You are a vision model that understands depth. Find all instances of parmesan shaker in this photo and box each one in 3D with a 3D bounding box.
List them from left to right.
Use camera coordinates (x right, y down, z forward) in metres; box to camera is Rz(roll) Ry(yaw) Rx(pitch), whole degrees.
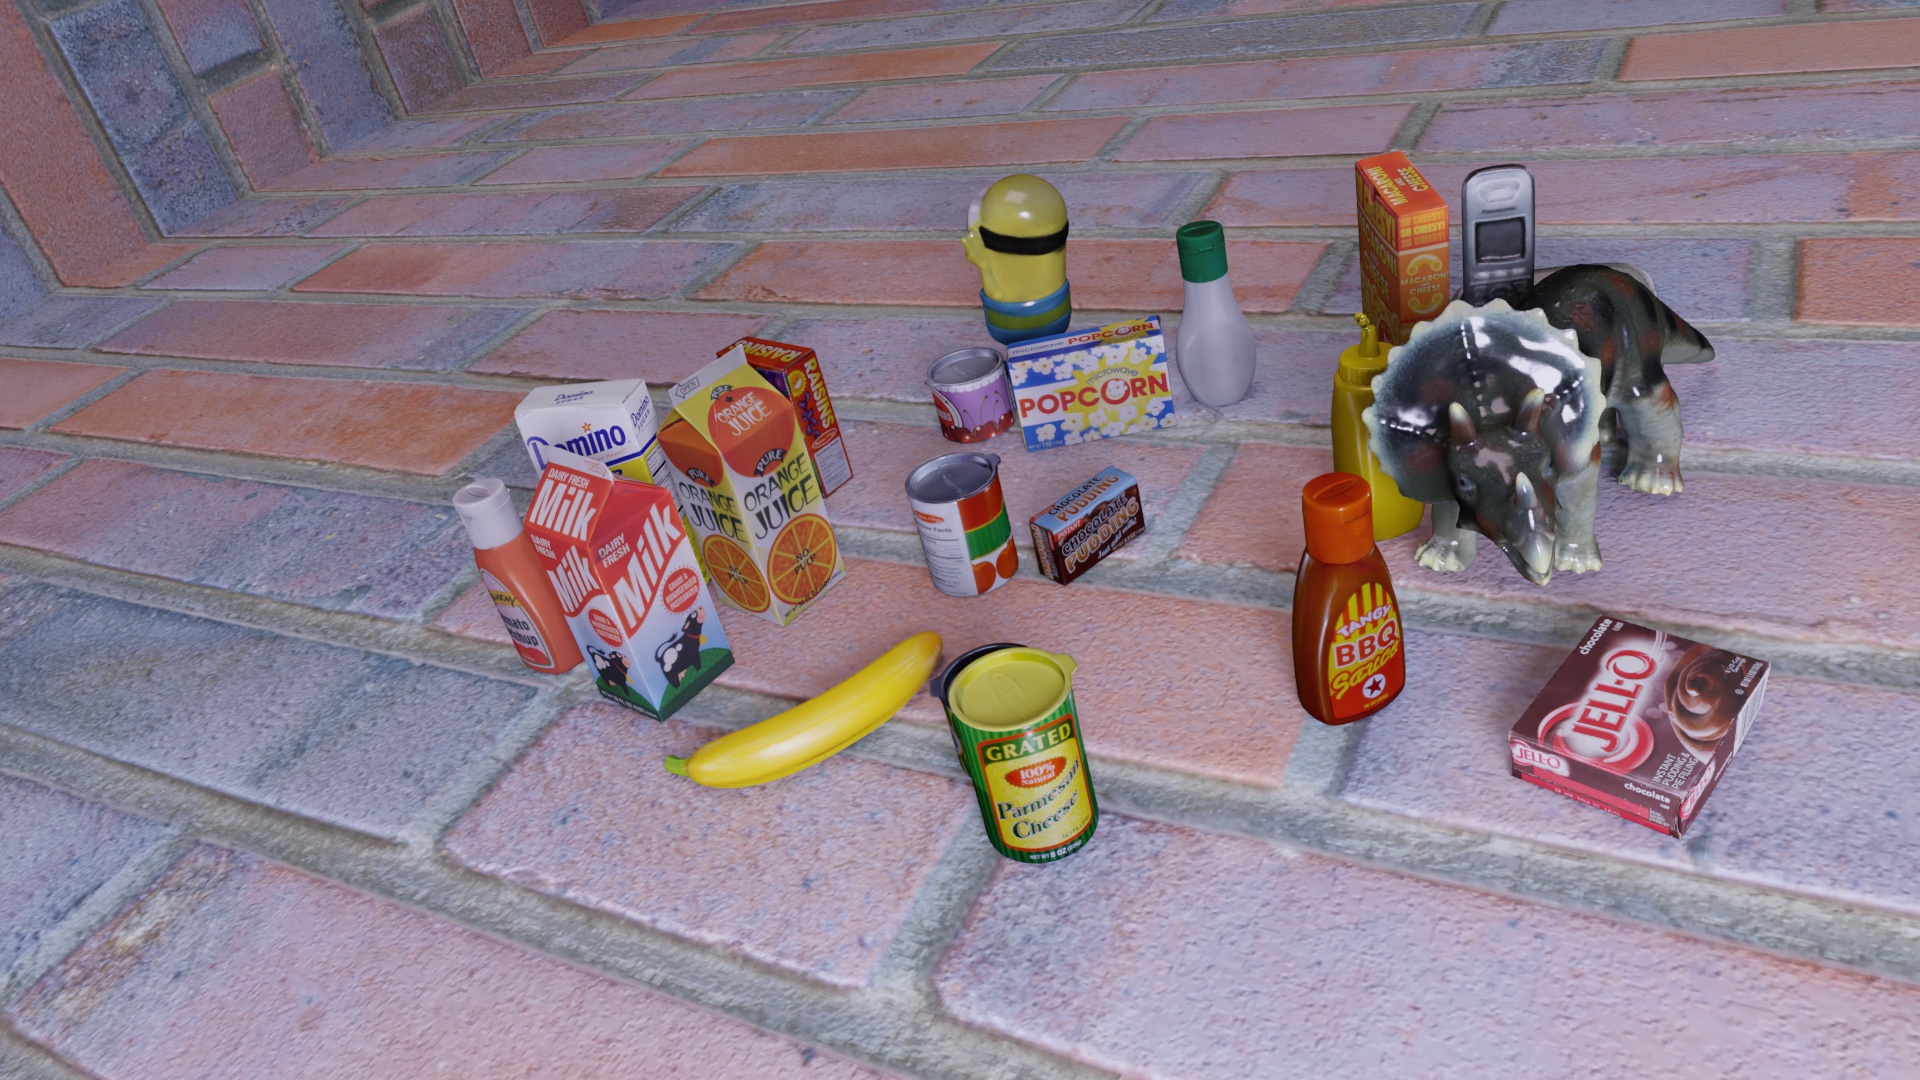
[{"bbox_3d":[0.039,0.118,0.762,0.071,0.102,0.072,-10,33,7],"label":"parmesan shaker"}]

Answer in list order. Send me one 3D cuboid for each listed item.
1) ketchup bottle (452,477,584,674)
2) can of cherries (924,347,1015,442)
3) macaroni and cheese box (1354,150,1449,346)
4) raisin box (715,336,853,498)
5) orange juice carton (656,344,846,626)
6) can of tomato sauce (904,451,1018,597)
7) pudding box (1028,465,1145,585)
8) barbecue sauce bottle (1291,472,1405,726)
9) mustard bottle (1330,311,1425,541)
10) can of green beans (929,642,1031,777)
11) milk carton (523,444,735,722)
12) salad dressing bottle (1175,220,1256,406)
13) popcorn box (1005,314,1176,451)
[{"bbox_3d":[-0.317,0.025,0.997,0.065,0.148,0.044,15,43,38],"label":"ketchup bottle"},{"bbox_3d":[0.007,-0.123,1.179,0.071,0.058,0.072,-10,33,7],"label":"can of cherries"},{"bbox_3d":[0.338,-0.196,1.062,0.040,0.165,0.124,-11,33,6],"label":"macaroni and cheese box"},{"bbox_3d":[-0.145,-0.102,1.147,0.086,0.122,0.040,17,44,39],"label":"raisin box"},{"bbox_3d":[-0.153,-0.041,0.993,0.073,0.191,0.072,16,43,39],"label":"orange juice carton"},{"bbox_3d":[0.004,-0.012,0.991,0.071,0.082,0.071,-10,33,7],"label":"can of tomato sauce"},{"bbox_3d":[0.090,-0.012,0.987,0.084,0.049,0.030,-33,37,-26],"label":"pudding box"},{"bbox_3d":[0.216,0.032,0.781,0.065,0.147,0.044,-24,34,-15],"label":"barbecue sauce bottle"},{"bbox_3d":[0.273,-0.078,0.915,0.049,0.159,0.065,-17,33,-4],"label":"mustard bottle"},{"bbox_3d":[0.025,0.104,0.830,0.071,0.057,0.071,-10,33,7],"label":"can of green beans"},{"bbox_3d":[-0.225,0.022,0.929,0.072,0.189,0.074,15,43,38],"label":"milk carton"},{"bbox_3d":[0.200,-0.181,1.110,0.064,0.147,0.044,-12,33,3],"label":"salad dressing bottle"},{"bbox_3d":[0.106,-0.126,1.121,0.127,0.084,0.038,-10,33,7],"label":"popcorn box"}]
